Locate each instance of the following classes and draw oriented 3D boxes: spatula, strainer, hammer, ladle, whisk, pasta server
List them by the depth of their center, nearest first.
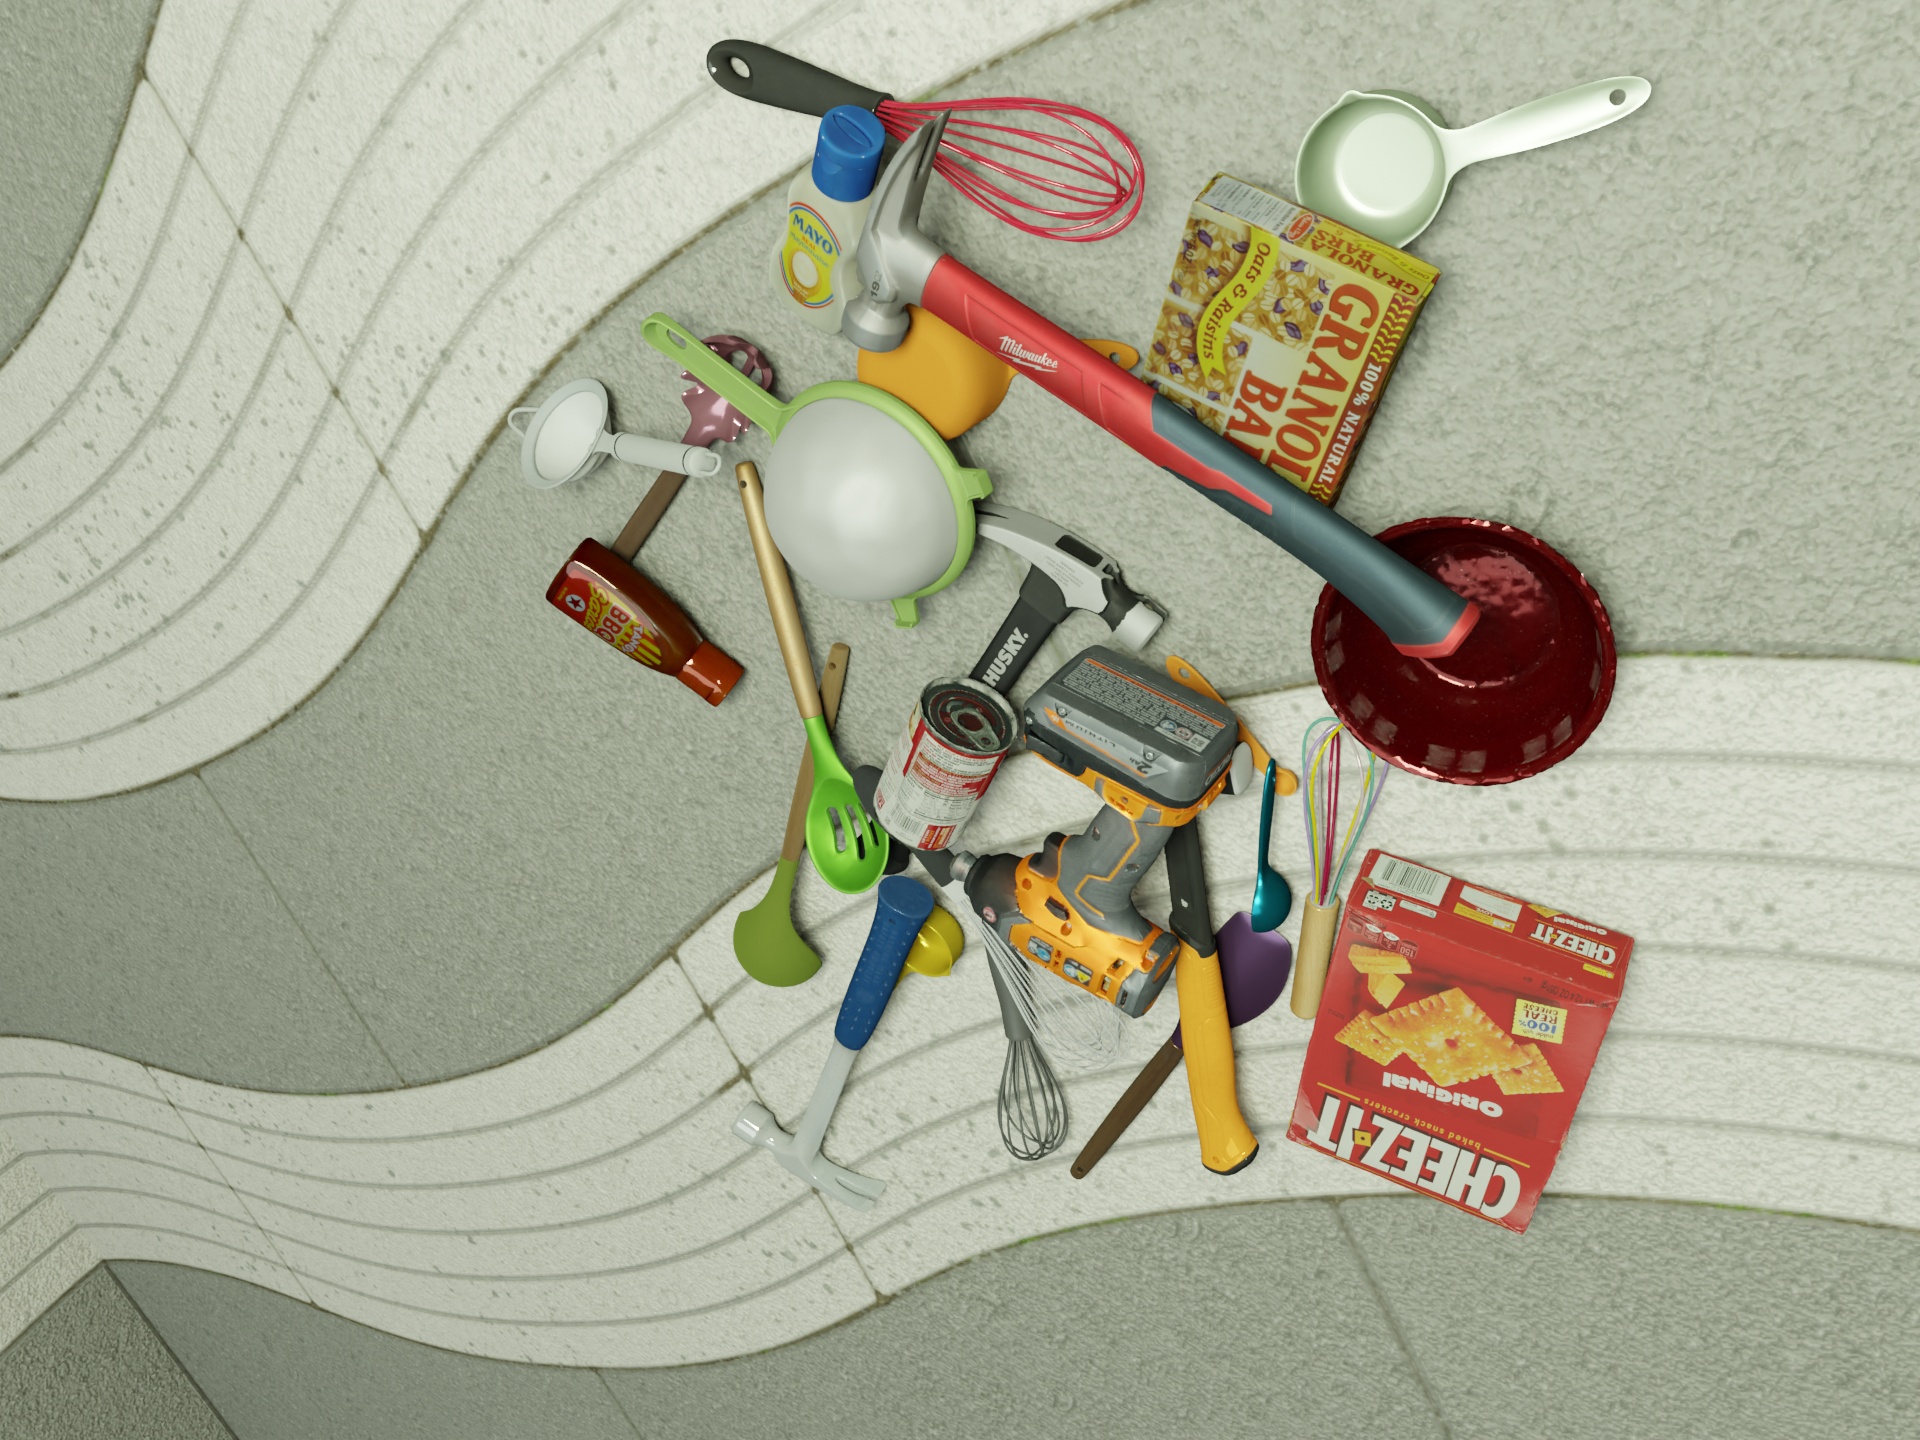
[{"bbox_3d":[0.111,-0.165,0.839,0.386,0.038,0.143,35,139,8],"label":"hammer"},{"bbox_3d":[-0.028,-0.334,0.892,0.296,0.073,0.073,27,128,23],"label":"whisk"},{"bbox_3d":[-0.111,-0.160,0.981,0.256,0.069,0.151,39,141,4],"label":"strainer"},{"bbox_3d":[0.228,0.098,1.006,0.051,0.047,0.244,17,128,23],"label":"whisk"},{"bbox_3d":[-0.229,-0.183,1.069,0.050,0.087,0.259,29,174,-42],"label":"strainer"},{"bbox_3d":[0.152,0.164,1.078,0.127,0.034,0.336,4,116,34],"label":"hammer"},{"bbox_3d":[-0.002,-0.003,1.088,0.146,0.035,0.334,38,130,5],"label":"hammer"},{"bbox_3d":[-0.213,-0.159,1.118,0.060,0.040,0.316,42,132,-4],"label":"pasta server"},{"bbox_3d":[0.019,0.140,1.123,0.284,0.070,0.070,49,130,-9],"label":"whisk"},{"bbox_3d":[0.151,0.250,1.159,0.060,0.018,0.315,36,129,9],"label":"spatula"},{"bbox_3d":[0.042,0.234,1.200,0.055,0.055,0.238,3,114,30],"label":"whisk"},{"bbox_3d":[-0.117,0.077,1.209,0.078,0.062,0.320,26,121,17],"label":"ladle"},{"bbox_3d":[-0.087,0.264,1.276,0.144,0.035,0.405,32,135,10],"label":"hammer"}]

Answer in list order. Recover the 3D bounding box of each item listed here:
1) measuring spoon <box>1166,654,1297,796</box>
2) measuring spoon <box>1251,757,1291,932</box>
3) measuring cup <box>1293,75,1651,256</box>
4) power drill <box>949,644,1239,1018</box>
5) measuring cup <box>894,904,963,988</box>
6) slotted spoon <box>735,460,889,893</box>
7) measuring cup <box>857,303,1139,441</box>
[{"bbox_3d":[0.172,0.001,1.004,0.117,0.011,0.021,48,140,2],"label":"measuring spoon"},{"bbox_3d":[0.202,0.081,1.009,0.021,0.042,0.128,11,123,23],"label":"measuring spoon"},{"bbox_3d":[0.246,-0.281,0.770,0.167,0.038,0.083,-8,113,32],"label":"measuring cup"},{"bbox_3d":[0.075,0.070,1.006,0.164,0.084,0.226,28,131,20],"label":"power drill"},{"bbox_3d":[-0.045,0.188,1.240,0.062,0.029,0.156,43,139,2],"label":"measuring cup"},{"bbox_3d":[-0.109,-0.028,1.118,0.070,0.031,0.313,-8,104,28],"label":"slotted spoon"},{"bbox_3d":[0.017,-0.207,0.940,0.174,0.052,0.095,7,121,30],"label":"measuring cup"}]
